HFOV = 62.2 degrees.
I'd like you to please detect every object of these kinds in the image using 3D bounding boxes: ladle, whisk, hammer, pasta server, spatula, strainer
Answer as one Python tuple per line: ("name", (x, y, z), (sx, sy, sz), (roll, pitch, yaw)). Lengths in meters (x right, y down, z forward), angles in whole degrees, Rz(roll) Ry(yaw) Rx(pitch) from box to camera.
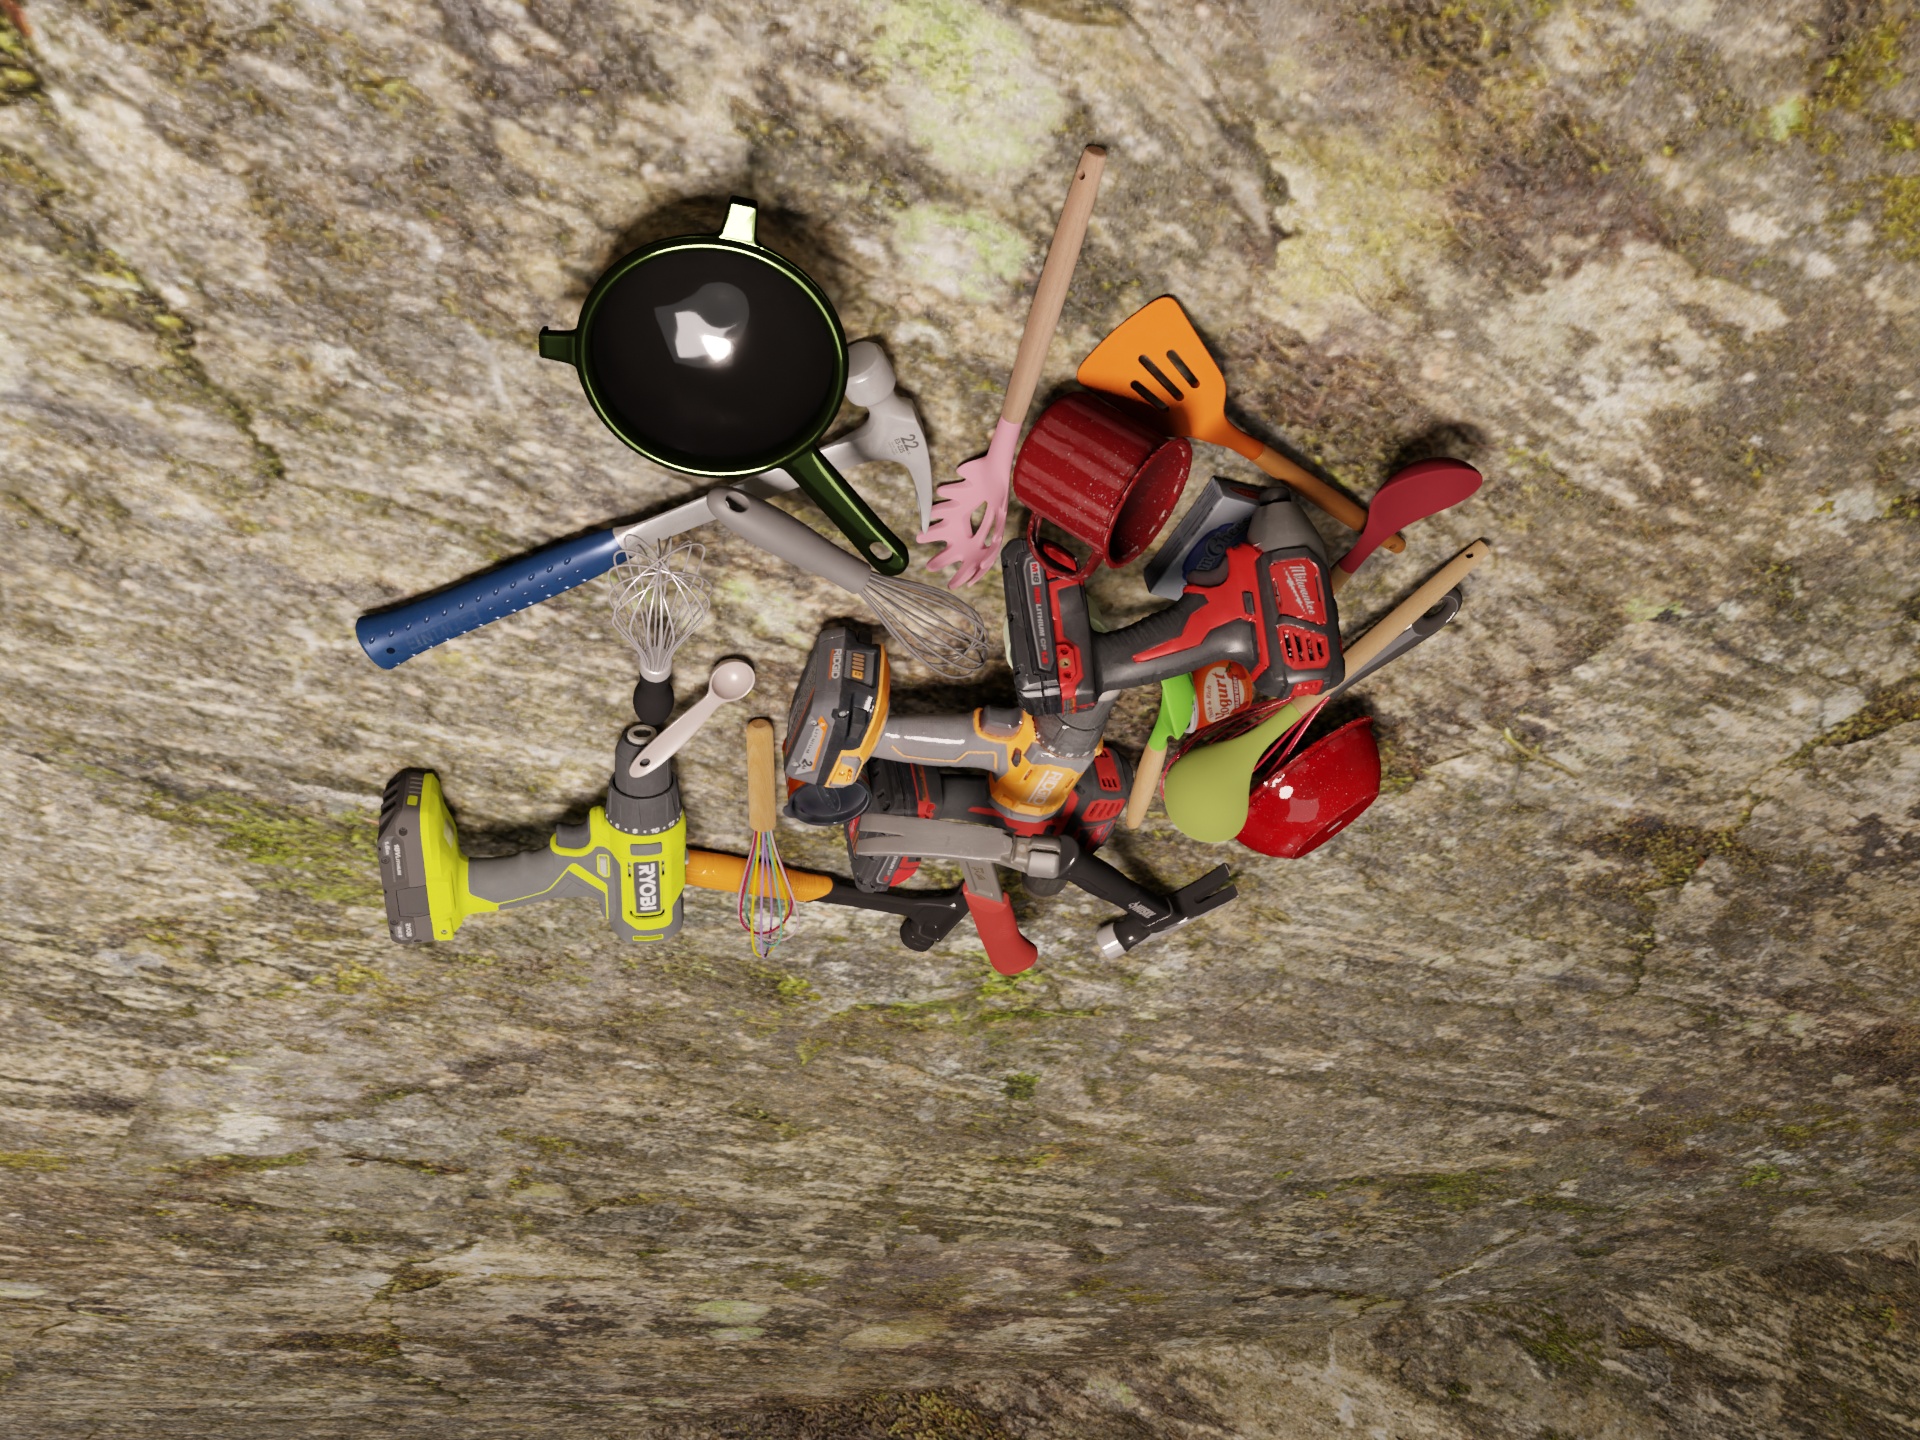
("ladle", (0.285, -0.024, 1.240), (0.320, 0.078, 0.062), (-42, 151, 10))
("whisk", (-0.069, -0.091, 1.046), (0.238, 0.055, 0.055), (28, 128, -34))
("whisk", (0.281, -0.015, 1.289), (0.296, 0.073, 0.073), (-39, 135, 23))
("hammer", (0.015, 0.151, 1.307), (0.149, 0.037, 0.358), (5, 159, 8))
("hammer", (0.144, 0.147, 1.407), (0.146, 0.035, 0.334), (-28, 155, 14))
("pasta server", (0.034, -0.208, 0.989), (0.040, 0.060, 0.316), (-30, 153, -36))
("whisk", (-0.203, -0.051, 1.069), (0.070, 0.070, 0.284), (-2, 162, -12))
("whisk", (-0.160, 0.099, 1.301), (0.047, 0.051, 0.244), (-19, 132, -27))
("hammer", (-0.209, -0.117, 1.045), (0.405, 0.035, 0.143), (-20, 142, 11))
("ladle", (0.273, -0.098, 1.177), (0.069, 0.031, 0.315), (3, 148, -23))
("spatula", (0.213, -0.182, 1.084), (0.322, 0.041, 0.081), (22, 132, -41))
("strainer", (-0.109, -0.186, 0.933), (0.151, 0.069, 0.256), (-28, 129, 20))
("hammer", (-0.144, 0.141, 1.395), (0.336, 0.034, 0.127), (13, 137, -28))

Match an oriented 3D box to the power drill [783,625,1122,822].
("power drill", (-0.002, -0.004, 1.172), (0.226, 0.084, 0.185), (11, 145, -13))

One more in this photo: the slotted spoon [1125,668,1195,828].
("slotted spoon", (0.156, 0.026, 1.283), (0.031, 0.070, 0.313), (-6, 156, -3))

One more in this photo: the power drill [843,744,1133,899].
("power drill", (0.019, 0.094, 1.345), (0.226, 0.080, 0.187), (0, 142, -20))

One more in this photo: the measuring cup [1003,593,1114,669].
("measuring cup", (0.113, -0.074, 1.183), (0.167, 0.038, 0.083), (-9, 143, -6))

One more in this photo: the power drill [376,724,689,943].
("power drill", (-0.327, 0.092, 1.237), (0.228, 0.080, 0.190), (-3, 124, -12))

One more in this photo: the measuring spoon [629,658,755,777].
("measuring spoon", (-0.203, -0.003, 1.183), (0.124, 0.018, 0.034), (-42, 131, 10))

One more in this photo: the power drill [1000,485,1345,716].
("power drill", (0.141, -0.079, 1.070), (0.219, 0.143, 0.078), (-6, 168, 3))
